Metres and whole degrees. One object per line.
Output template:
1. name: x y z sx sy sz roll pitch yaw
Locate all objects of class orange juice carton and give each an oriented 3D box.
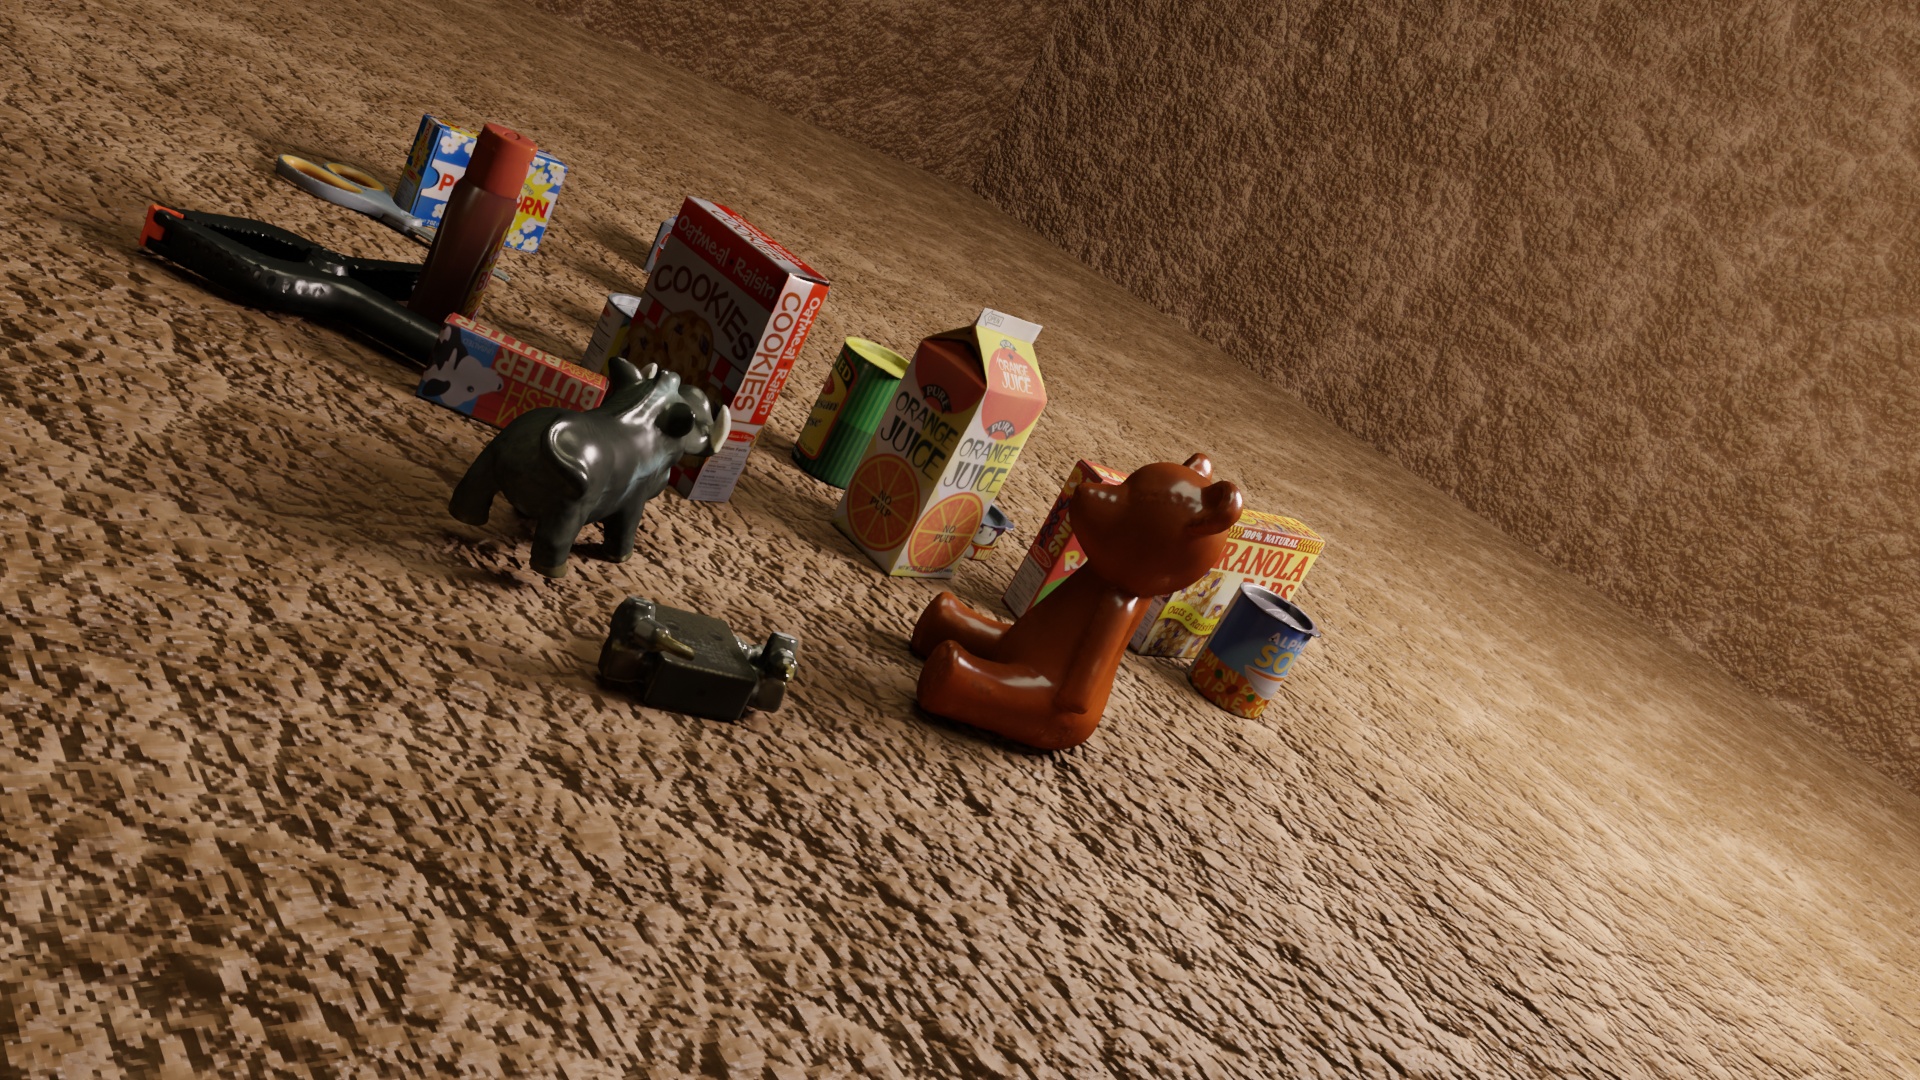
1. orange juice carton: -0.007 -0.072 0.975 0.073 0.192 0.072 40 21 33

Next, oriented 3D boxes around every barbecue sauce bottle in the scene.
1. barbecue sauce bottle: -0.329 -0.205 0.935 0.043 0.148 0.065 23 18 -16

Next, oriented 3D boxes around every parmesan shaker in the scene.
1. parmesan shaker: -0.081 -0.097 1.080 0.071 0.102 0.071 26 17 -9

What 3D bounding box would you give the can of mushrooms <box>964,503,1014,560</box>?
1. can of mushrooms: 0.004 -0.014 1.090 0.071 0.033 0.071 26 18 -9

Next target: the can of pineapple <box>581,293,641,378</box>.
1. can of pineapple: -0.243 -0.145 1.047 0.071 0.057 0.071 26 18 -9

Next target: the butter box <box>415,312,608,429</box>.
1. butter box: -0.278 -0.096 0.865 0.103 0.053 0.024 23 18 -18

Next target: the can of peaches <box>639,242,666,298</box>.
1. can of peaches: -0.255 -0.233 1.273 0.071 0.058 0.071 26 18 -9

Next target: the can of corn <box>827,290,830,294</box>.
1. can of corn: -0.177 -0.241 1.413 0.071 0.058 0.071 26 18 -9

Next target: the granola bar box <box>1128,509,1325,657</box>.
1. granola bar box: 0.207 0.034 1.111 0.166 0.123 0.039 9 26 -47

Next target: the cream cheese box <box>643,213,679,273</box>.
1. cream cheese box: -0.293 -0.302 1.416 0.024 0.053 0.104 26 18 -7

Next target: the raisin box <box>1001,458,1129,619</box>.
1. raisin box: 0.098 0.010 1.016 0.086 0.123 0.040 17 20 -31

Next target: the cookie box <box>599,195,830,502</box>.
1. cookie box: -0.169 -0.128 0.930 0.123 0.167 0.040 40 20 33

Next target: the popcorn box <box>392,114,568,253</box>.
1. popcorn box: -0.411 -0.305 1.194 0.038 0.085 0.127 40 21 33

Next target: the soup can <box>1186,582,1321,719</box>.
1. soup can: 0.223 0.086 1.058 0.071 0.083 0.071 26 17 -9
